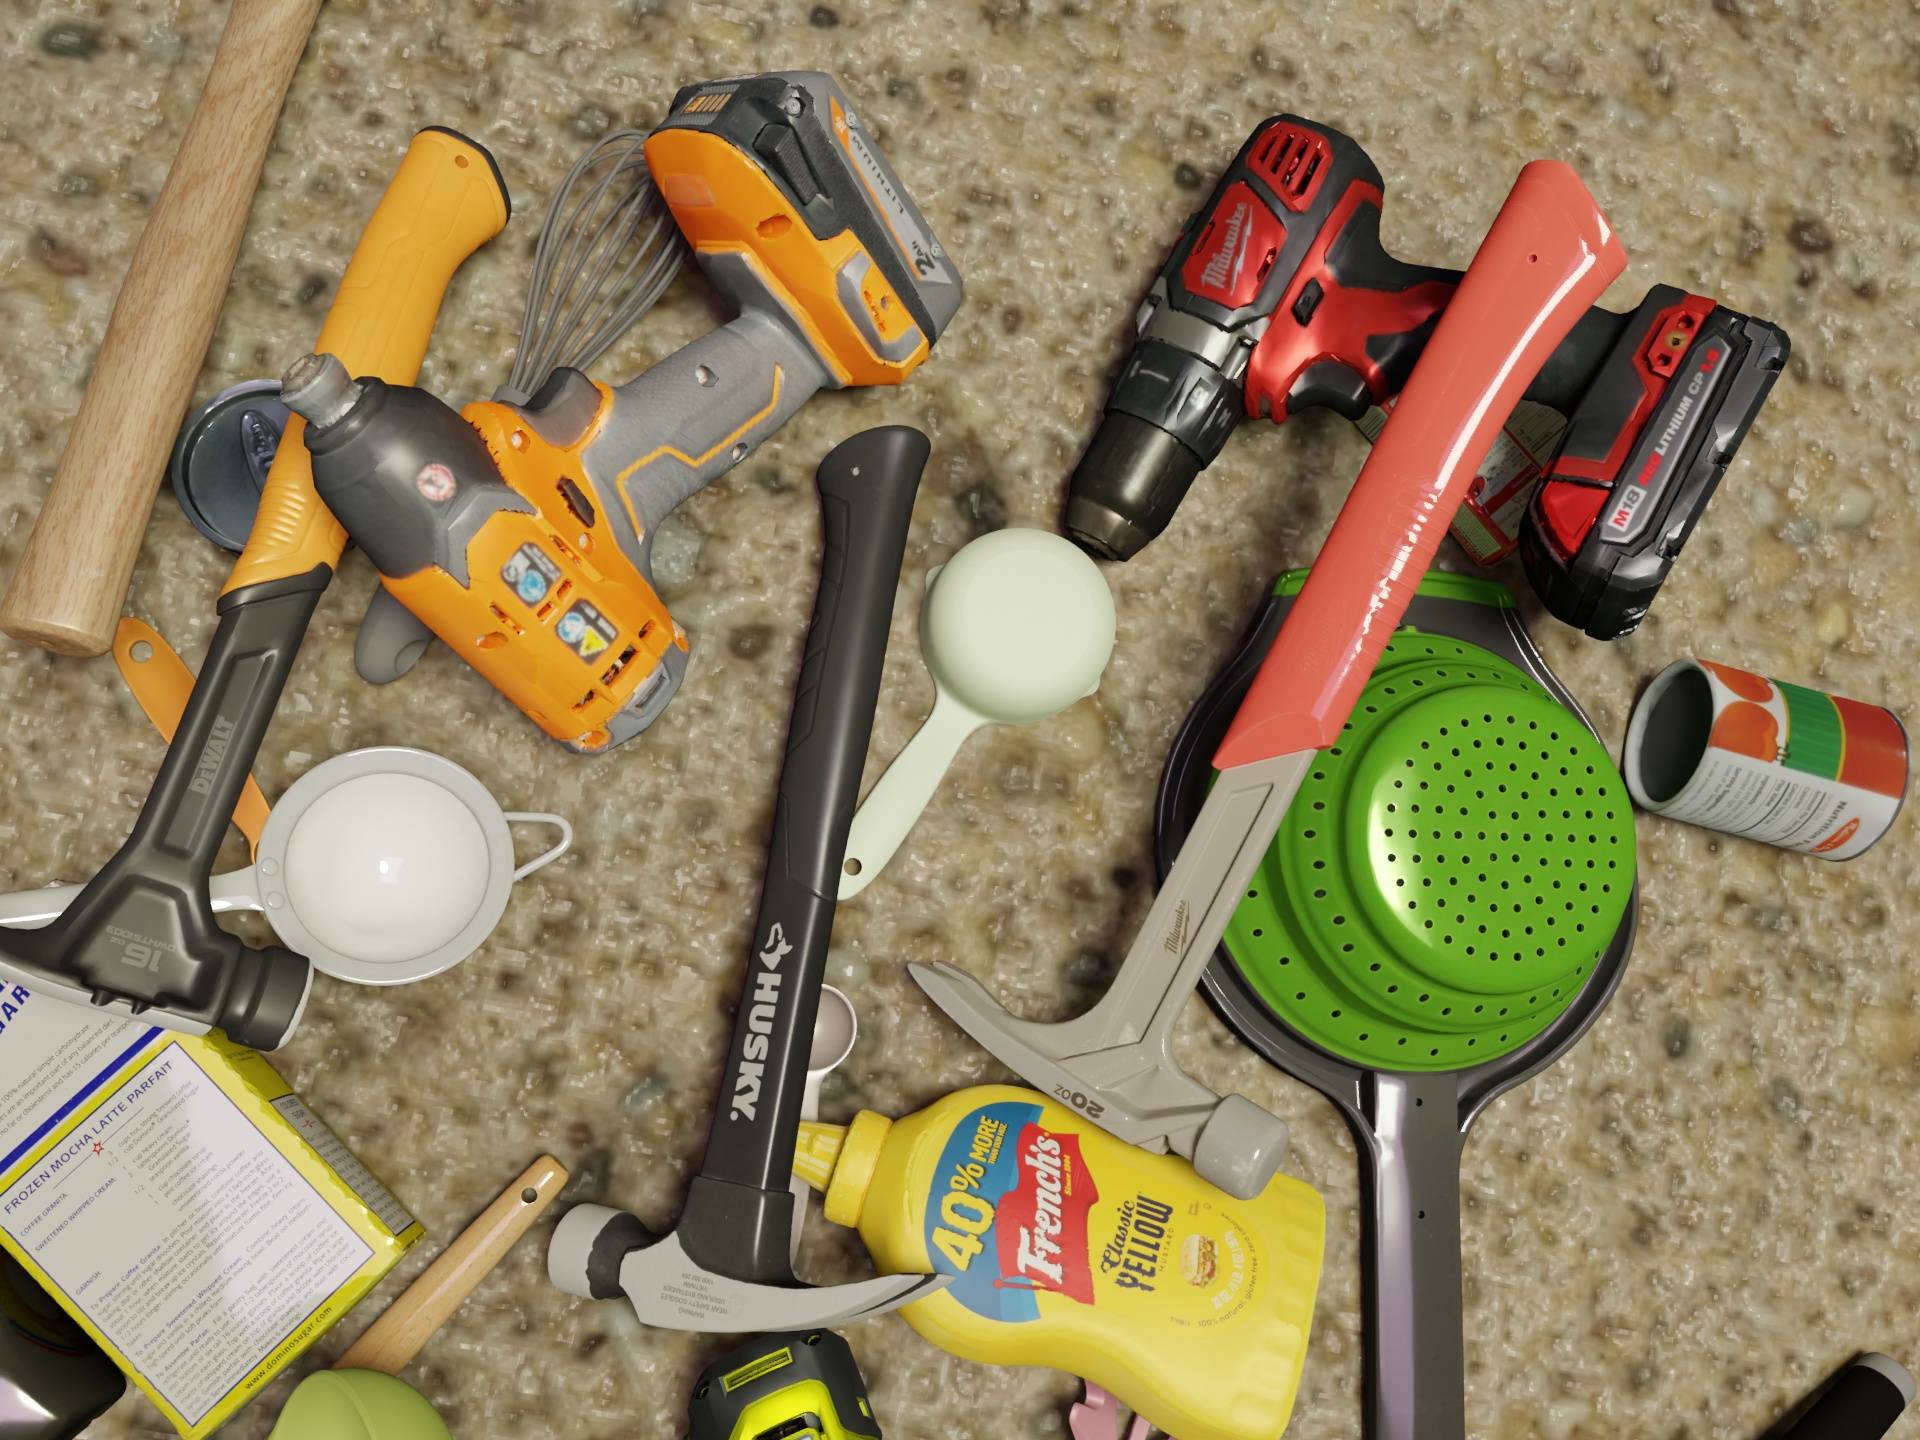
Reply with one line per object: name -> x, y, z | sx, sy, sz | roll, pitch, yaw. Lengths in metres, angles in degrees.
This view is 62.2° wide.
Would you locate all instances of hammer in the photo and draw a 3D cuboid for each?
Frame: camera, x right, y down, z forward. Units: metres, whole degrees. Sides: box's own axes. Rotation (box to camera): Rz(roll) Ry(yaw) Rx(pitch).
hammer -> -0.231, -0.068, 0.538 | 0.127, 0.034, 0.337 | 27, 64, -30
hammer -> -0.051, 0.048, 0.577 | 0.146, 0.035, 0.335 | 1, 73, 29
hammer -> 0.118, -0.025, 0.556 | 0.149, 0.036, 0.359 | 29, 96, 28
hammer -> -0.278, -0.181, 0.576 | 0.130, 0.031, 0.331 | 10, 71, -4

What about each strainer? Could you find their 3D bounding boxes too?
strainer -> -0.263, 0.059, 0.535 | 0.258, 0.050, 0.087 | -6, 73, -30

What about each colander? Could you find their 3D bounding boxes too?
colander -> 0.183, 0.128, 0.595 | 0.204, 0.094, 0.397 | 2, 82, -8

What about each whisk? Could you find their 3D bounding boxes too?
whisk -> -0.166, -0.120, 0.602 | 0.055, 0.055, 0.239 | 27, 83, -4

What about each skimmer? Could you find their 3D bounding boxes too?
skimmer -> 0.216, 0.344, 0.602 | 0.363, 0.090, 0.127 | -30, 107, -22

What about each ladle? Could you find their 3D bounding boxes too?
ladle -> -0.308, 0.276, 0.497 | 0.320, 0.062, 0.078 | -16, 73, 1

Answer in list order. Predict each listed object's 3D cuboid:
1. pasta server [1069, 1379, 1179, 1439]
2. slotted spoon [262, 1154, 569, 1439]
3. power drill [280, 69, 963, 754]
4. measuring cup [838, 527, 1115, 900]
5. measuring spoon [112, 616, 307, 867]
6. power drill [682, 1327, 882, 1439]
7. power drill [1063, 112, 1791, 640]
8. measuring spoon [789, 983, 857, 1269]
pasta server -> 0.024, 0.343, 0.525 | 0.060, 0.040, 0.316 | 22, 58, 9
slotted spoon -> -0.250, 0.274, 0.545 | 0.070, 0.031, 0.314 | 43, 77, -1
power drill -> -0.114, -0.121, 0.553 | 0.226, 0.084, 0.164 | -54, 132, -16
measuring cup -> -0.001, -0.002, 0.612 | 0.083, 0.038, 0.167 | 35, 77, -3
measuring spoon -> -0.277, 0.010, 0.586 | 0.021, 0.011, 0.117 | -35, 85, -12
power drill -> -0.106, 0.328, 0.504 | 0.228, 0.080, 0.191 | -22, 57, -9
power drill -> 0.164, -0.112, 0.607 | 0.227, 0.080, 0.188 | 30, 88, 19
measuring spoon -> -0.065, 0.159, 0.597 | 0.034, 0.018, 0.124 | 11, 88, -16
